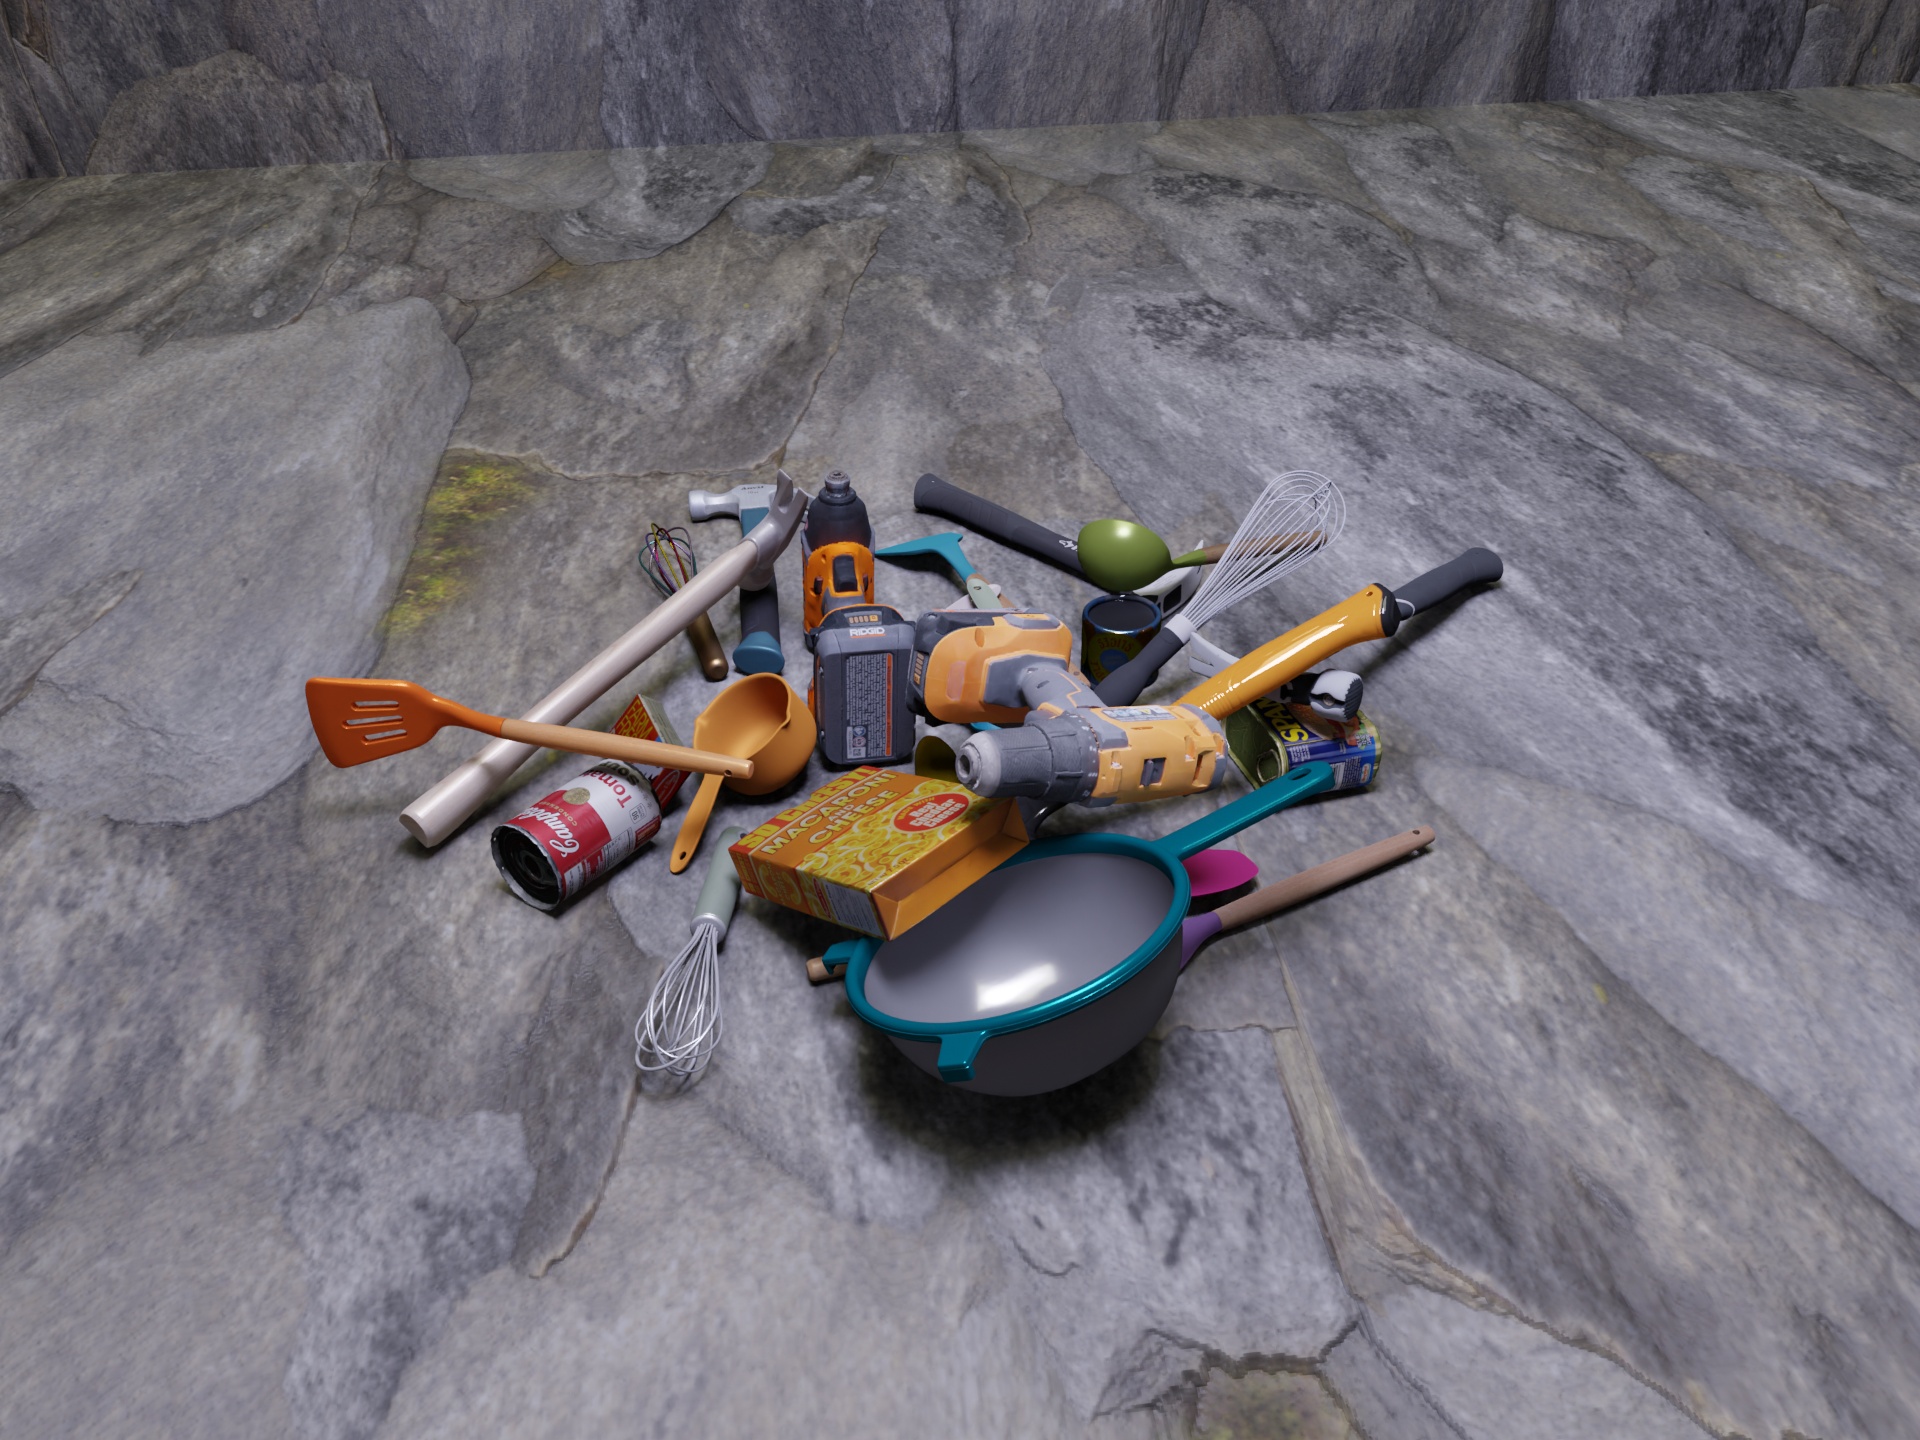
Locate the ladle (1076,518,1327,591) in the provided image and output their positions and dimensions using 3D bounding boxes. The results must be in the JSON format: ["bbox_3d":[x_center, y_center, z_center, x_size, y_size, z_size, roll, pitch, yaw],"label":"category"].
[{"bbox_3d":[0.226,-0.160,1.413,0.320,0.062,0.078,-13,-1,-41],"label":"ladle"}]

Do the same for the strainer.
[{"bbox_3d":[0.099,0.132,0.966,0.340,0.095,0.211,-25,20,-19],"label":"strainer"}]

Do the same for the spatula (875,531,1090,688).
[{"bbox_3d":[0.026,-0.104,1.421,0.082,0.044,0.318,-18,41,-24],"label":"spatula"}]

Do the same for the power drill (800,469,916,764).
[{"bbox_3d":[-0.089,-0.088,1.276,0.084,0.164,0.227,-5,36,-10],"label":"power drill"}]

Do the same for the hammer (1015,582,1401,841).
[{"bbox_3d":[0.160,-0.006,1.140,0.337,0.034,0.127,-30,36,1],"label":"hammer"}]

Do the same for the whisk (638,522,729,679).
[{"bbox_3d":[-0.247,-0.111,1.425,0.051,0.047,0.245,-11,38,-16],"label":"whisk"}]

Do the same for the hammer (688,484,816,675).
[{"bbox_3d":[-0.189,-0.138,1.470,0.128,0.033,0.331,-6,34,-4],"label":"hammer"}]

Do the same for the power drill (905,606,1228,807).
[{"bbox_3d":[0.042,-0.006,1.066,0.185,0.084,0.226,-4,24,-31],"label":"power drill"}]

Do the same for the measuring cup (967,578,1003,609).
[{"bbox_3d":[0.034,-0.064,1.336,0.083,0.038,0.168,-10,38,-13],"label":"measuring cup"}]

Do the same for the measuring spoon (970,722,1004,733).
[{"bbox_3d":[-0.002,-0.004,1.282,0.129,0.021,0.042,17,38,41],"label":"measuring spoon"}]

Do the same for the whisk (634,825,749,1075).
[{"bbox_3d":[-0.167,0.142,1.040,0.059,0.057,0.246,-25,25,16],"label":"whisk"}]

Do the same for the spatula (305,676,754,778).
[{"bbox_3d":[-0.301,0.015,1.115,0.322,0.081,0.041,9,38,12],"label":"spatula"}]

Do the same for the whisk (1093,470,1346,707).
[{"bbox_3d":[0.199,-0.095,1.276,0.284,0.070,0.070,-44,44,-5],"label":"whisk"}]

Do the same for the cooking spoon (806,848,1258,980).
[{"bbox_3d":[0.052,0.131,1.070,0.319,0.017,0.069,-12,23,-15],"label":"cooking spoon"}]

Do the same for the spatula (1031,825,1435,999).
[{"bbox_3d":[0.194,0.128,1.068,0.316,0.018,0.060,-19,40,-22],"label":"spatula"}]

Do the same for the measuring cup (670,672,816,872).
[{"bbox_3d":[-0.165,0.048,1.183,0.095,0.052,0.174,-1,55,35],"label":"measuring cup"}]

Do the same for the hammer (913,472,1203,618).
[{"bbox_3d":[0.079,-0.174,1.511,0.146,0.035,0.335,-29,42,-34],"label":"hammer"}]

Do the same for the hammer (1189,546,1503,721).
[{"bbox_3d":[0.344,-0.086,1.312,0.149,0.036,0.409,17,28,37],"label":"hammer"}]

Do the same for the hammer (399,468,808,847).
[{"bbox_3d":[-0.269,-0.049,1.242,0.038,0.146,0.411,42,56,2],"label":"hammer"}]

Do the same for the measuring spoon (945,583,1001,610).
[{"bbox_3d":[-0.012,-0.082,1.375,0.124,0.018,0.034,-35,58,-25],"label":"measuring spoon"}]
